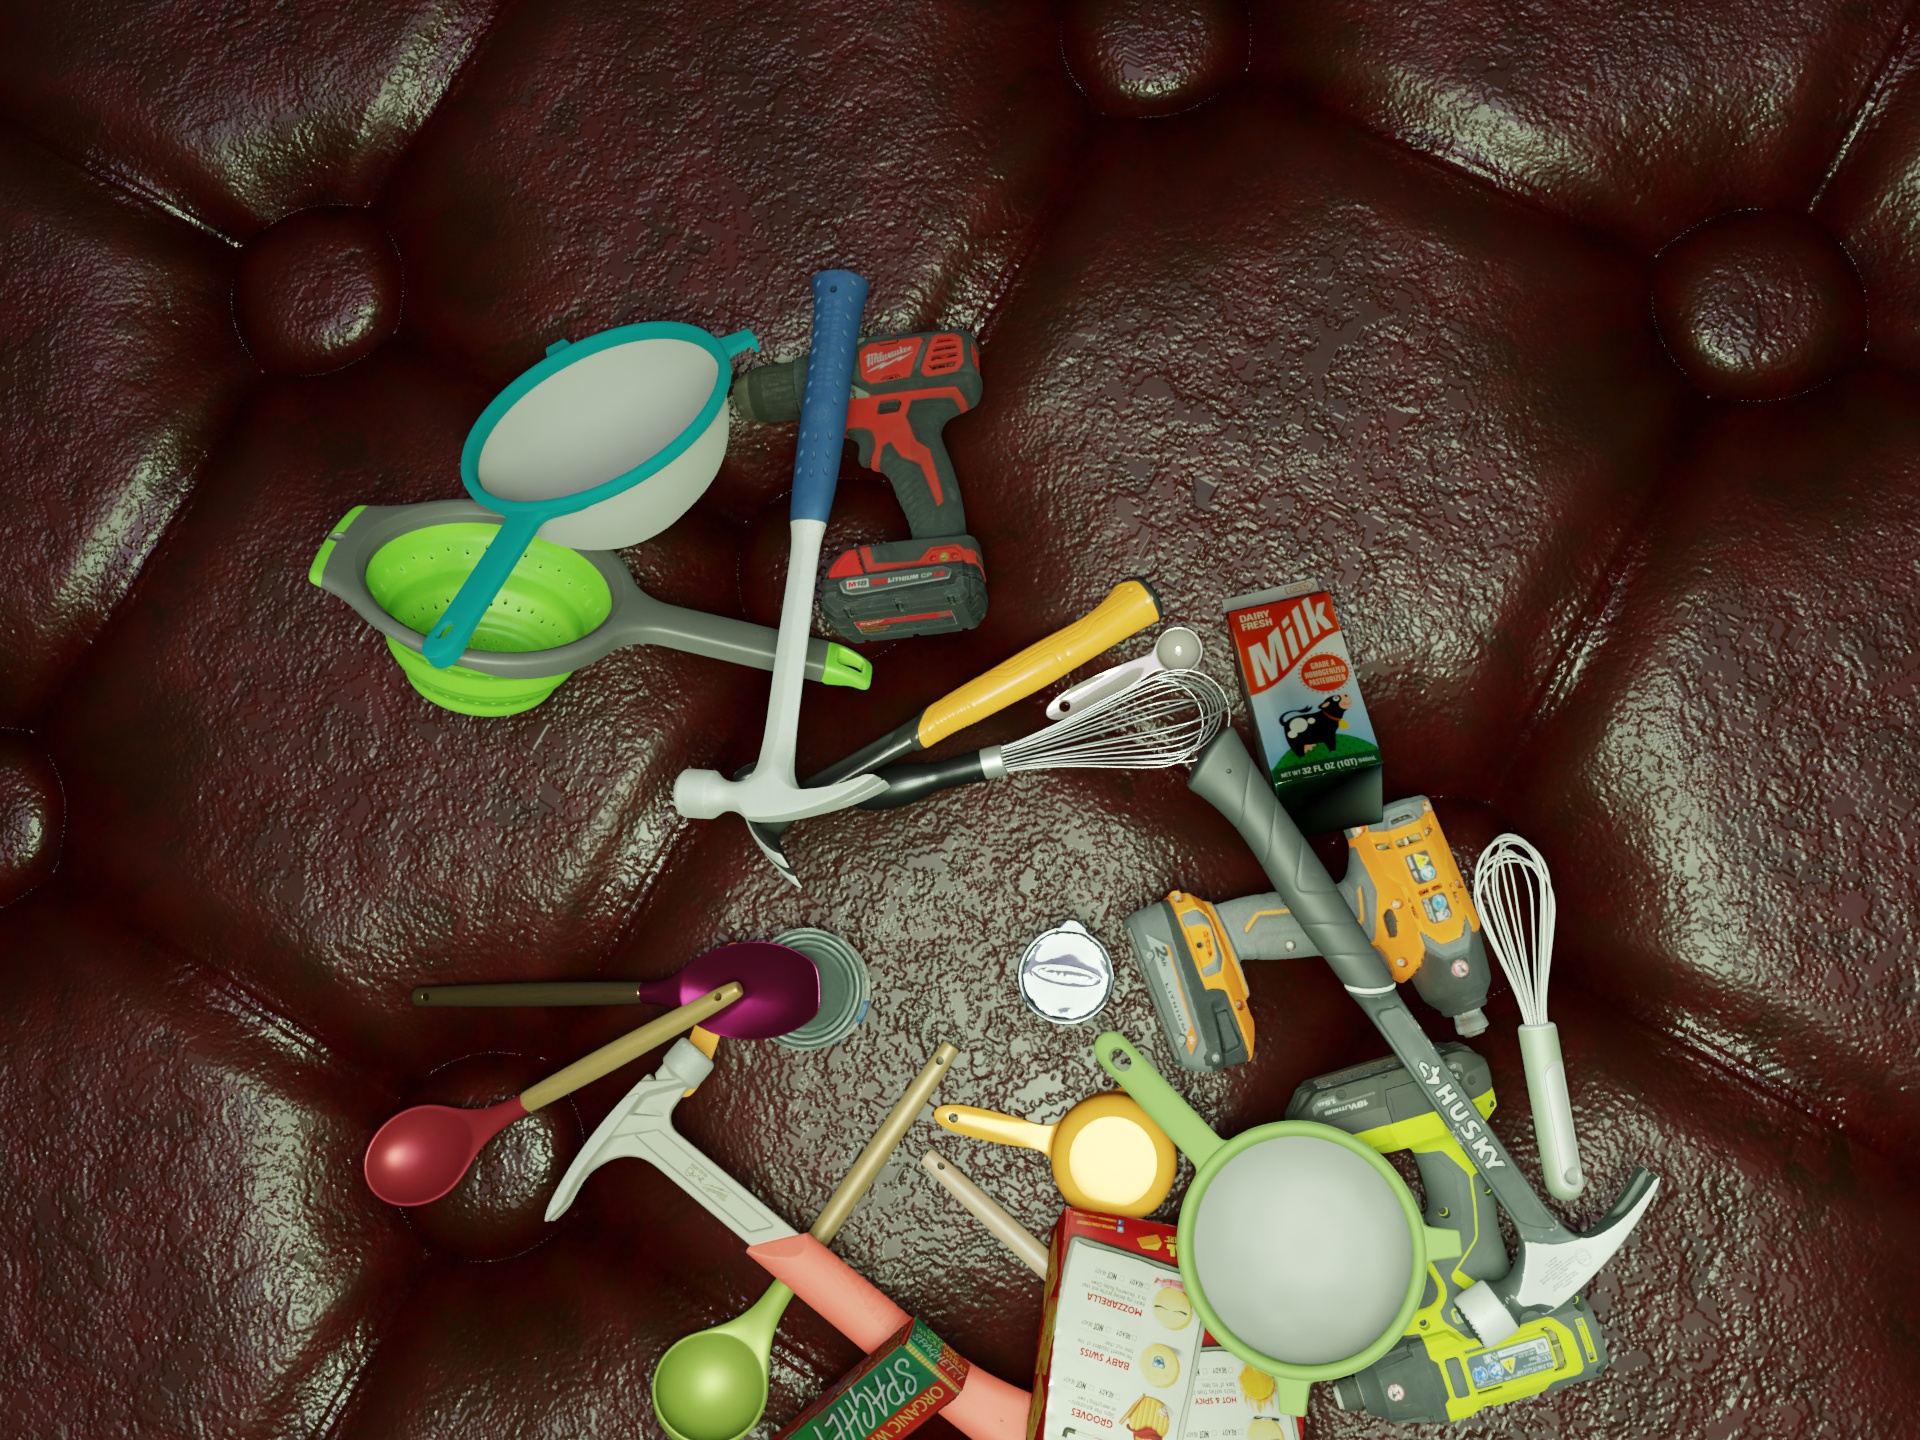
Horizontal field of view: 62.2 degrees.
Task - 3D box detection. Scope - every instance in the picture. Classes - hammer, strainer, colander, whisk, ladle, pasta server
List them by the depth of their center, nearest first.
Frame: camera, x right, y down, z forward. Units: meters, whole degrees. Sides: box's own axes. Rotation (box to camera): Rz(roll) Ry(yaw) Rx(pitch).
[{"bbox_3d":[0.273,0.180,0.995,0.149,0.036,0.409,-34,88,0],"label":"hammer"},{"bbox_3d":[0.182,0.297,1.016,0.151,0.069,0.257,-46,61,1],"label":"strainer"},{"bbox_3d":[-0.100,0.379,1.060,0.359,0.036,0.149,37,77,10],"label":"hammer"},{"bbox_3d":[0.389,0.199,1.075,0.057,0.059,0.246,-5,83,-22],"label":"whisk"},{"bbox_3d":[0.096,0.400,1.078,0.316,0.040,0.060,39,61,13],"label":"pasta server"},{"bbox_3d":[-0.099,0.357,1.100,0.078,0.062,0.320,34,83,12],"label":"ladle"},{"bbox_3d":[-0.102,-0.127,1.115,0.144,0.035,0.406,2,75,16],"label":"hammer"},{"bbox_3d":[-0.288,0.259,1.130,0.315,0.031,0.069,-29,74,11],"label":"ladle"},{"bbox_3d":[-0.002,-0.004,1.136,0.337,0.034,0.127,-30,34,-4],"label":"hammer"},{"bbox_3d":[0.055,0.022,1.139,0.284,0.070,0.070,-15,79,9],"label":"whisk"},{"bbox_3d":[-0.273,-0.146,1.141,0.211,0.095,0.341,4,52,26],"label":"strainer"},{"bbox_3d":[-0.266,-0.051,1.170,0.397,0.205,0.094,13,126,-8],"label":"colander"}]

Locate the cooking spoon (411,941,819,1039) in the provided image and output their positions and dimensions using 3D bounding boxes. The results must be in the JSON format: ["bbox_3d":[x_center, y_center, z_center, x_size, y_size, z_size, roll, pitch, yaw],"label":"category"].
[{"bbox_3d":[-0.252,0.195,1.143,0.319,0.017,0.069,-3,87,14],"label":"cooking spoon"}]

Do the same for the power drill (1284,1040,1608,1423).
[{"bbox_3d":[0.303,0.339,1.046,0.171,0.080,0.223,-18,82,3],"label":"power drill"}]

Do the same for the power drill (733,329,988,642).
[{"bbox_3d":[-0.071,-0.177,1.179,0.188,0.080,0.227,-6,77,6],"label":"power drill"}]

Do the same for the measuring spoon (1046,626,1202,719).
[{"bbox_3d":[0.119,-0.030,1.163,0.124,0.018,0.034,-26,78,9],"label":"measuring spoon"}]

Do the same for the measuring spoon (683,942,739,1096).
[{"bbox_3d":[-0.182,0.217,1.155,0.021,0.011,0.117,19,83,10],"label":"measuring spoon"}]

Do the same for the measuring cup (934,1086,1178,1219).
[{"bbox_3d":[0.064,0.291,1.091,0.173,0.052,0.095,11,82,6],"label":"measuring cup"}]

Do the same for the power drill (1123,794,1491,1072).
[{"bbox_3d":[0.242,0.163,1.081,0.226,0.084,0.164,-20,78,-1],"label":"power drill"}]
